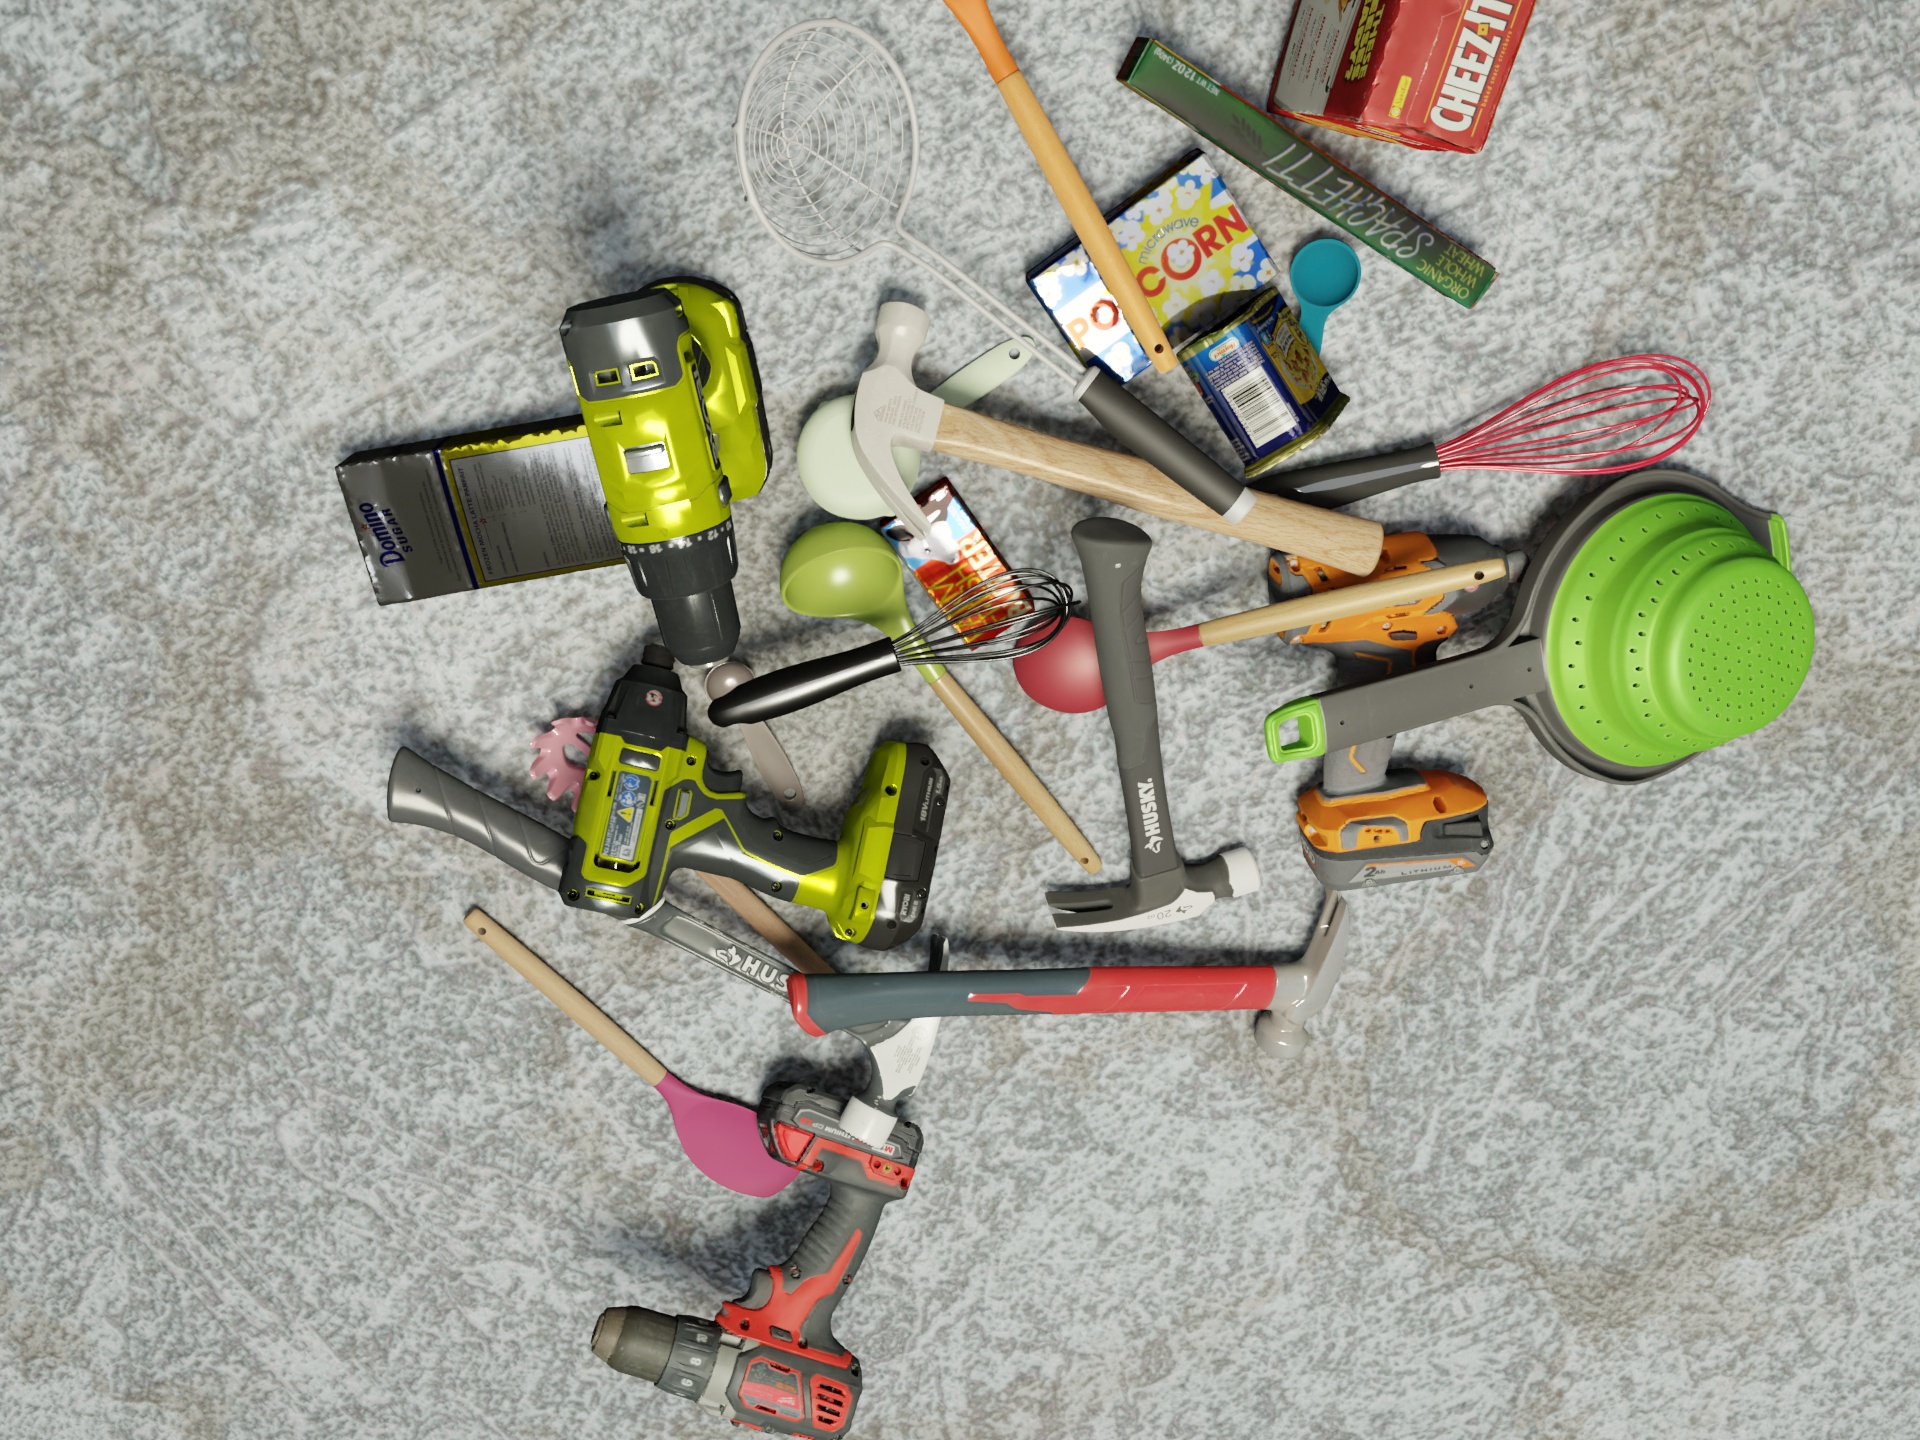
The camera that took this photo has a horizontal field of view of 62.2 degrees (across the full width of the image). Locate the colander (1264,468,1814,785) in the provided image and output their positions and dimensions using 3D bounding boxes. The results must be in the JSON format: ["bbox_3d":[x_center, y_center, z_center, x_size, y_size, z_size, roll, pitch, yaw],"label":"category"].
[{"bbox_3d":[0.378,-0.031,0.968,0.397,0.094,0.204,-15,106,-15],"label":"colander"}]

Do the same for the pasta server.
[{"bbox_3d":[-0.168,0.109,1.089,0.060,0.040,0.316,-41,110,7],"label":"pasta server"}]

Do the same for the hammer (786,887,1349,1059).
[{"bbox_3d":[0.077,0.171,1.077,0.386,0.038,0.143,2,122,-16],"label":"hammer"}]

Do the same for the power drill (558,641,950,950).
[{"bbox_3d":[-0.128,0.054,1.016,0.223,0.080,0.171,13,82,-16],"label":"power drill"}]

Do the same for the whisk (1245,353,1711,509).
[{"bbox_3d":[0.316,-0.167,0.993,0.296,0.073,0.073,-13,113,9],"label":"whisk"}]

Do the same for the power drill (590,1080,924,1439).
[{"bbox_3d":[-0.136,0.370,1.111,0.187,0.080,0.227,22,73,-11],"label":"power drill"}]

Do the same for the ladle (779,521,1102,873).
[{"bbox_3d":[-0.002,-0.003,1.043,0.078,0.062,0.320,-29,115,26],"label":"ladle"}]

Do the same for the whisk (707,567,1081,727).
[{"bbox_3d":[-0.041,-0.039,0.970,0.239,0.055,0.055,-19,112,2],"label":"whisk"}]

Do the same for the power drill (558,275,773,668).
[{"bbox_3d":[-0.154,-0.148,0.879,0.080,0.229,0.190,-10,113,1],"label":"power drill"}]

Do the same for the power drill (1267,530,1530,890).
[{"bbox_3d":[0.293,-0.012,1.042,0.164,0.084,0.226,-8,108,1],"label":"power drill"}]

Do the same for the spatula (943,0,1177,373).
[{"bbox_3d":[0.039,-0.340,0.895,0.081,0.041,0.322,-30,105,10],"label":"spatula"}]

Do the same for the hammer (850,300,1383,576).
[{"bbox_3d":[0.095,-0.143,0.953,0.331,0.031,0.130,15,80,-7],"label":"hammer"}]

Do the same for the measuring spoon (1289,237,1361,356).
[{"bbox_3d":[0.214,-0.234,0.982,0.042,0.021,0.128,15,121,9],"label":"measuring spoon"}]

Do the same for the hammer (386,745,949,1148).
[{"bbox_3d":[-0.188,0.129,1.047,0.408,0.036,0.149,31,80,-17],"label":"hammer"}]

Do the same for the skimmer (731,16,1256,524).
[{"bbox_3d":[0.031,-0.237,0.888,0.363,0.090,0.127,37,74,-6],"label":"skimmer"}]

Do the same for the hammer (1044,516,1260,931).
[{"bbox_3d":[0.106,0.013,1.008,0.146,0.035,0.334,-16,131,-2],"label":"hammer"}]

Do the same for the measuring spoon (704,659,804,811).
[{"bbox_3d":[-0.135,0.010,1.065,0.034,0.018,0.124,-25,118,0],"label":"measuring spoon"}]

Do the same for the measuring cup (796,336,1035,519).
[{"bbox_3d":[-0.025,-0.186,0.967,0.167,0.038,0.083,-33,94,5],"label":"measuring cup"}]

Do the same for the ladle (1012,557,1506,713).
[{"bbox_3d":[0.176,-0.058,0.989,0.315,0.031,0.069,-13,110,22],"label":"ladle"}]

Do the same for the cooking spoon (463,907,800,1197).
[{"bbox_3d":[-0.236,0.242,1.150,0.069,0.017,0.318,-40,110,12],"label":"cooking spoon"}]
